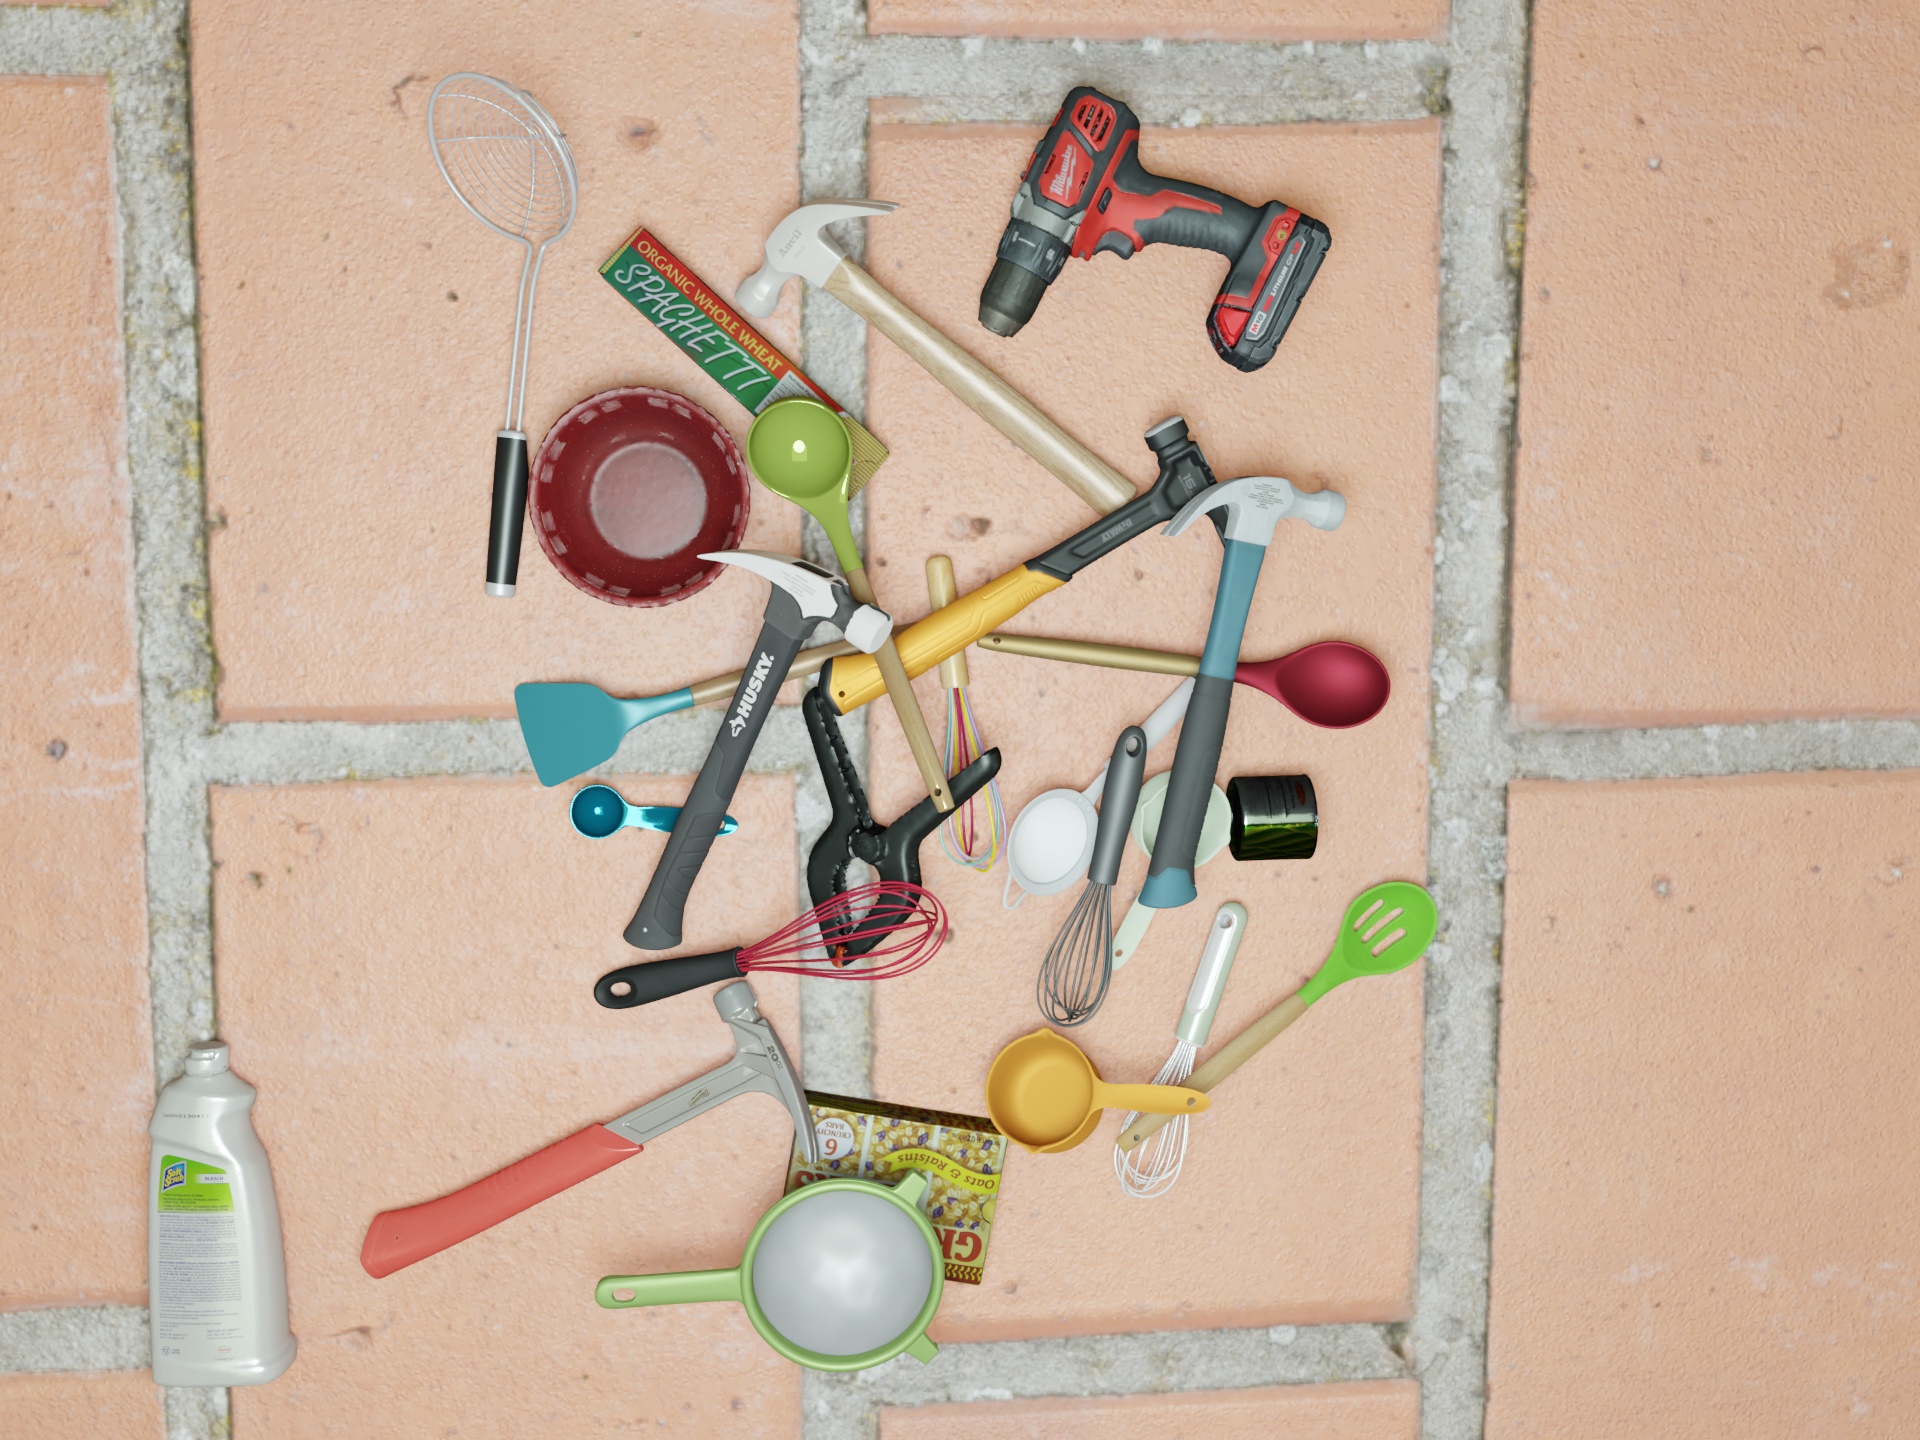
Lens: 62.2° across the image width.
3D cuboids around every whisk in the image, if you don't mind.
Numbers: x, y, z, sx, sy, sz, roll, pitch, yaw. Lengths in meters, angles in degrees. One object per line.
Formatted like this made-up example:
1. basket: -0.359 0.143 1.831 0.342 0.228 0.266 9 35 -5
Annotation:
1. whisk: -0.147 0.177 1.190 0.296 0.073 0.073 -15 96 17
2. whisk: -0.003 -0.004 1.224 0.051 0.047 0.245 -8 91 -2
3. whisk: 0.104 0.119 1.206 0.055 0.055 0.239 12 95 -5
4. whisk: 0.177 0.260 1.253 0.058 0.059 0.246 19 89 40

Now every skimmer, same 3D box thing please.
1. skimmer: -0.342 -0.271 1.153 0.127 0.090 0.363 11 98 28

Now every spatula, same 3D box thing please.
1. spatula: -0.181 -0.028 1.218 0.317 0.044 0.082 -16 95 -7

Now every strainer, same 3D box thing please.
1. strainer: -0.141 0.408 1.194 0.256 0.069 0.151 -4 99 -2
2. strainer: 0.114 0.043 1.234 0.258 0.050 0.086 -45 124 -5

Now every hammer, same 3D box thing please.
1. hammer: -0.178 0.030 1.172 0.146 0.035 0.334 32 110 15
2. hammer: 0.188 -0.019 1.181 0.128 0.033 0.331 11 96 -13
3. hammer: -0.002 -0.264 1.188 0.331 0.031 0.130 37 121 -11
4. hammer: 0.048 -0.092 1.188 0.337 0.034 0.127 -30 103 -2
5. hammer: -0.290 0.344 1.219 0.359 0.036 0.149 -27 74 2

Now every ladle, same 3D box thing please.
1. ladle: -0.071 -0.084 1.141 0.078 0.062 0.320 -23 82 14
2. ladle: 0.169 -0.041 1.218 0.315 0.031 0.069 7 78 0

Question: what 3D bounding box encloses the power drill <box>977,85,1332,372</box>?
1. power drill: 0.138 -0.339 1.186 0.226 0.080 0.188 27 100 -2

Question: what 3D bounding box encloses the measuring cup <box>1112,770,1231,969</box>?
1. measuring cup: 0.149 0.115 1.241 0.083 0.038 0.167 21 100 -22

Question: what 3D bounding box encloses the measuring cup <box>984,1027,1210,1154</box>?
1. measuring cup: 0.108 0.290 1.218 0.173 0.052 0.095 0 68 18

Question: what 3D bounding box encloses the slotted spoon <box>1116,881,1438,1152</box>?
1. slotted spoon: 0.245 0.233 1.239 0.314 0.031 0.070 -36 95 -10

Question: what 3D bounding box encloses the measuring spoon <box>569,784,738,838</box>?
1. measuring spoon: -0.236 0.074 1.229 0.128 0.021 0.042 7 95 -13
